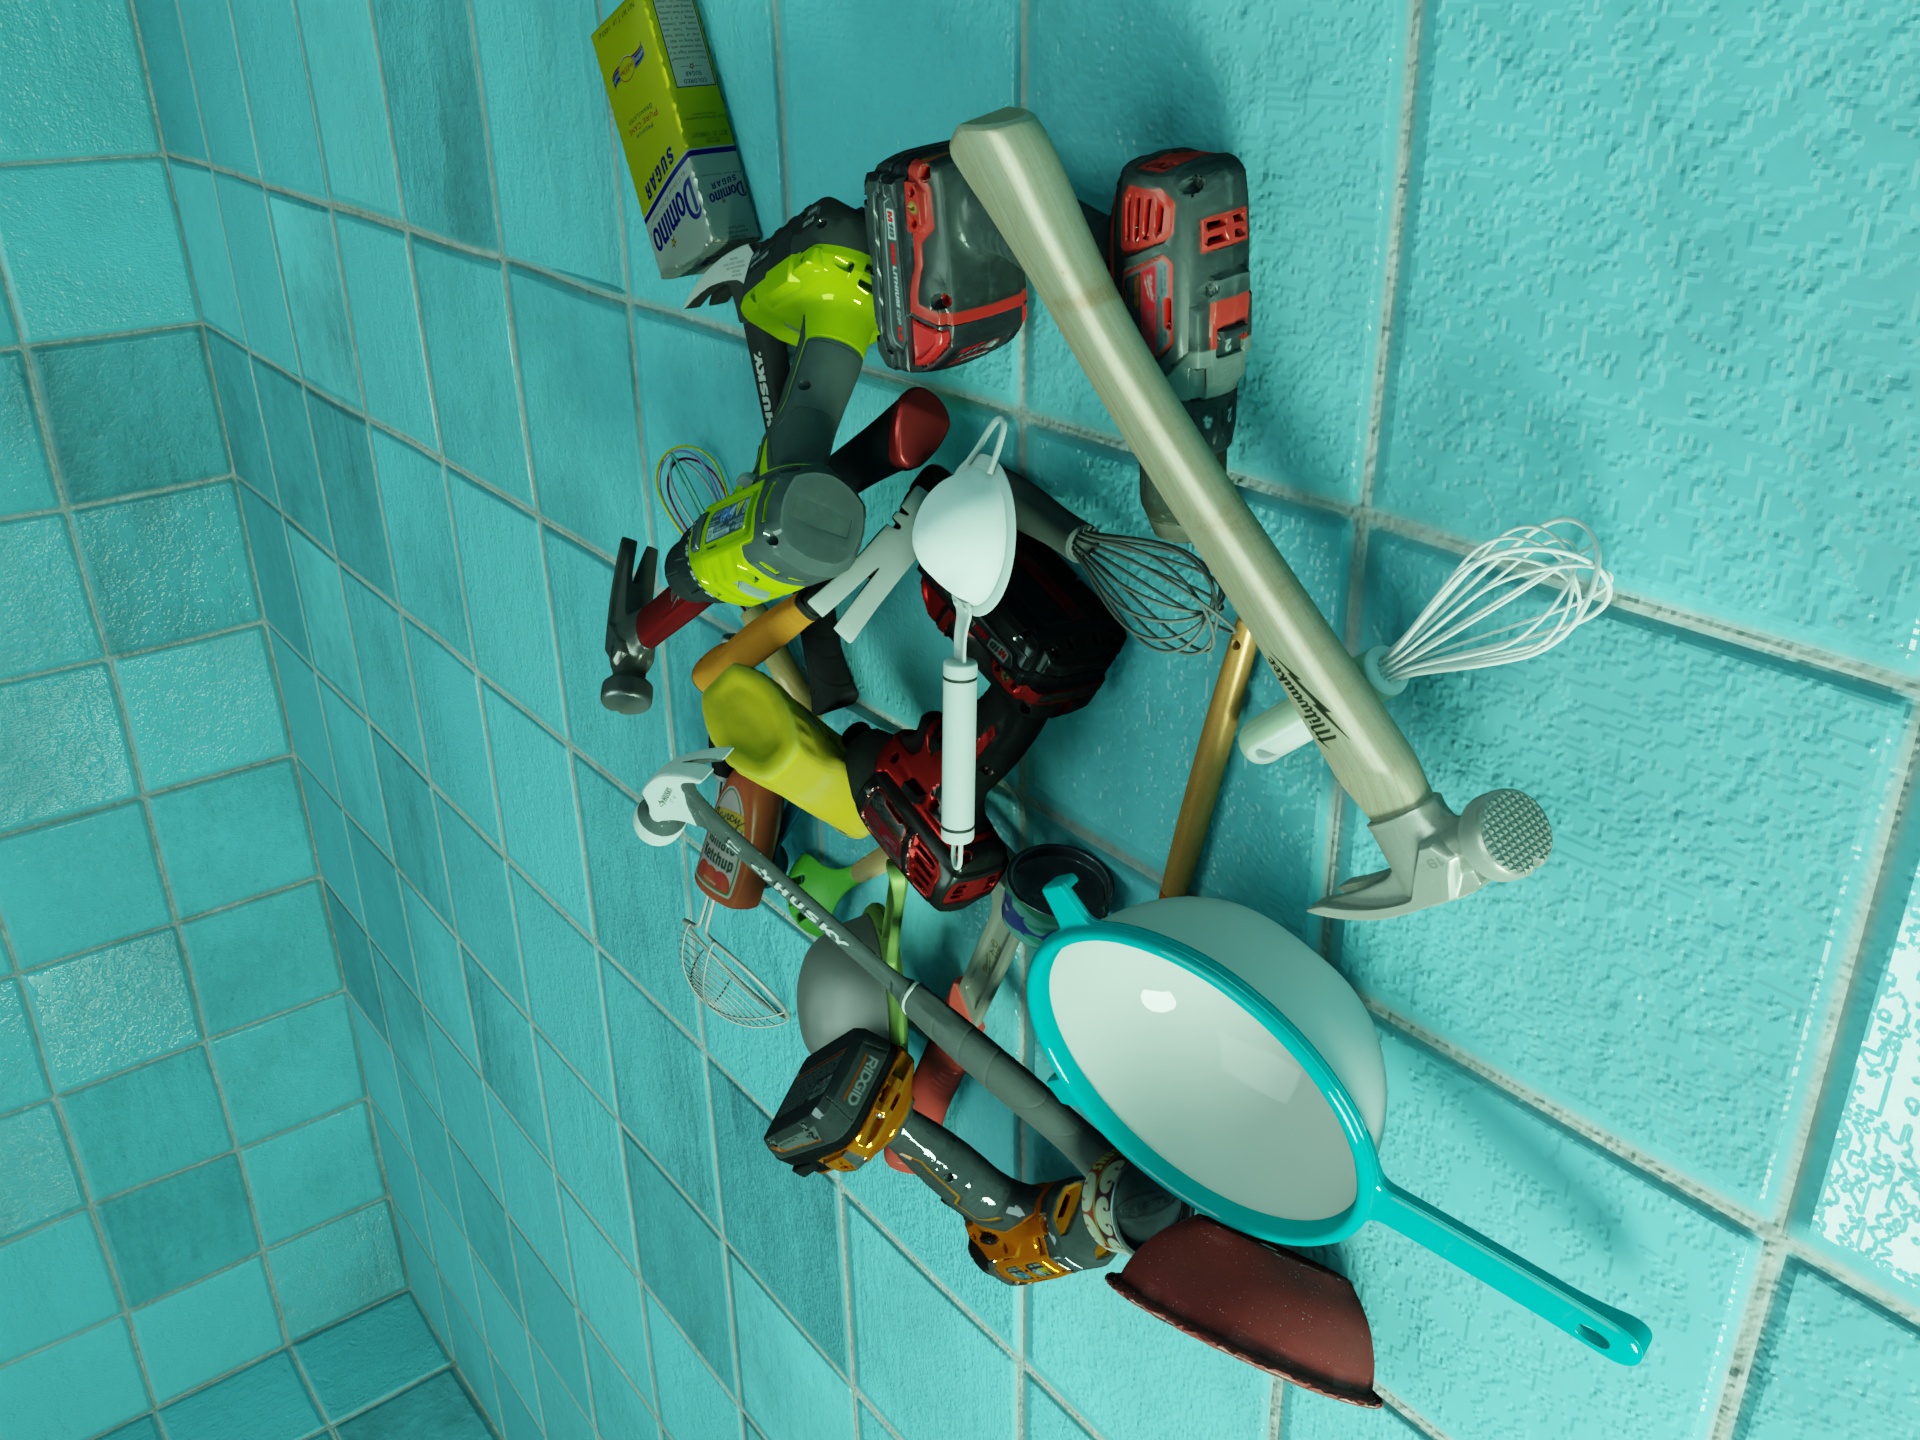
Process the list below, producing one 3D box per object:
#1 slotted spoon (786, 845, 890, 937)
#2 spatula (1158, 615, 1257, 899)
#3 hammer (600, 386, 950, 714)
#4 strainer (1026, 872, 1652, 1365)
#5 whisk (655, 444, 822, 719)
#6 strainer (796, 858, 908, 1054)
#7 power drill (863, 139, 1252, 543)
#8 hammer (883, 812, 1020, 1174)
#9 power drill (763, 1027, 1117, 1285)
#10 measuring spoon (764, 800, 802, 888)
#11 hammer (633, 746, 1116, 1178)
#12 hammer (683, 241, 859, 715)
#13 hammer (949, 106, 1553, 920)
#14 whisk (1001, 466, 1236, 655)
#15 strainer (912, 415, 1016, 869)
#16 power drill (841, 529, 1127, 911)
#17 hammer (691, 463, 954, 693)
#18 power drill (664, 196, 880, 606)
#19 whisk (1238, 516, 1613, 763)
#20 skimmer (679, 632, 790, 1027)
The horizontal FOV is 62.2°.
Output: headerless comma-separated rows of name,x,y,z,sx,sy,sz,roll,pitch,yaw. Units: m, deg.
slotted spoon,-0.065,0.105,1.187,0.313,0.031,0.070,-33,70,55
spatula,0.119,0.082,0.893,0.081,0.041,0.322,36,133,33
hammer,-0.138,-0.134,1.080,0.386,0.038,0.143,-29,52,45
strainer,0.193,0.191,0.806,0.341,0.095,0.210,27,142,29
whisk,-0.167,-0.106,1.221,0.245,0.047,0.051,62,158,7
strainer,-0.079,0.179,1.136,0.256,0.069,0.152,100,162,-50
power drill,0.054,-0.202,0.818,0.227,0.080,0.187,27,132,42
hammer,-0.009,0.218,1.142,0.149,0.036,0.358,45,140,23
power drill,-0.017,0.314,1.098,0.226,0.084,0.164,35,145,-9
measuring spoon,-0.133,0.085,1.274,0.128,0.021,0.042,-59,38,30
hammer,-0.043,0.165,1.028,0.409,0.036,0.149,41,150,0
hammer,-0.121,-0.164,1.128,0.146,0.035,0.334,11,115,52
hammer,0.109,-0.095,0.729,0.411,0.038,0.146,59,155,4
whisk,0.069,-0.097,0.872,0.239,0.055,0.055,41,137,48
strainer,-0.001,-0.035,0.864,0.087,0.050,0.258,-143,49,-57
power drill,-0.002,-0.003,0.962,0.143,0.078,0.219,50,132,29
hammer,-0.114,-0.065,1.056,0.034,0.127,0.337,43,151,-12
power drill,-0.107,-0.177,0.955,0.190,0.080,0.229,-8,65,58
whisk,0.199,-0.025,0.723,0.246,0.057,0.059,140,142,-59
skimmer,-0.183,0.098,1.352,0.127,0.090,0.363,27,117,43
